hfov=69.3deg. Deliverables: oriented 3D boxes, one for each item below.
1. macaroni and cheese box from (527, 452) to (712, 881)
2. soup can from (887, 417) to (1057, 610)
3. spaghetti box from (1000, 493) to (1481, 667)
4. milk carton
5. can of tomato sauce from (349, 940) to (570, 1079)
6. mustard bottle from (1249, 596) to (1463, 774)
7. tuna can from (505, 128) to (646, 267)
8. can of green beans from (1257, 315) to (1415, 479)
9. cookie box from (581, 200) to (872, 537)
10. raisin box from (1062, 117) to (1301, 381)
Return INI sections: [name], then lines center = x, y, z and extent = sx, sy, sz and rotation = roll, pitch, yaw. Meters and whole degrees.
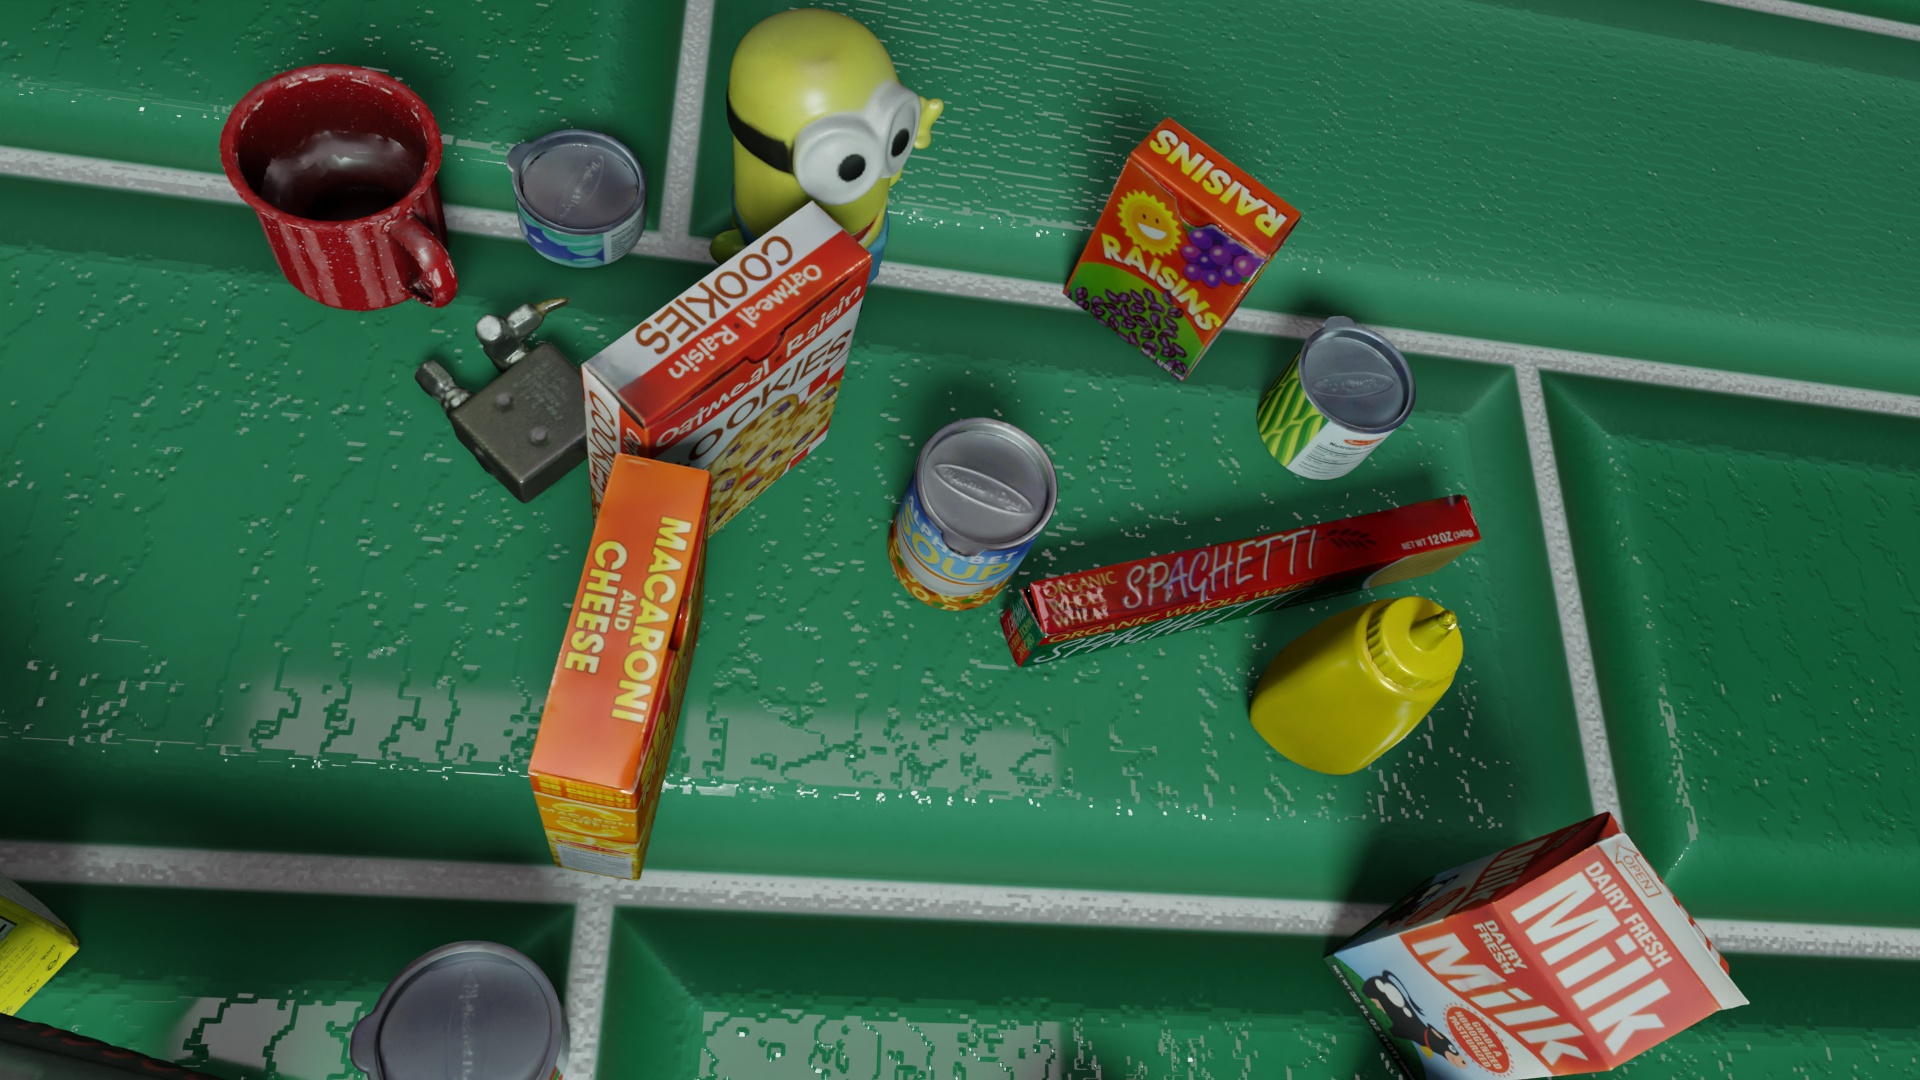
[macaroni and cheese box]
center = -0.131, 0.057, 0.553
extent = 0.040, 0.165, 0.124
rotation = 12, 65, -8
[soup can]
center = 0.002, -0.008, 0.660
extent = 0.071, 0.083, 0.071
rotation = 5, 66, -11
[spaghetti box]
center = 0.143, 0.019, 0.699
extent = 0.251, 0.050, 0.029
rotation = -11, 70, -17
[milk carton]
center = 0.236, 0.171, 0.574
extent = 0.074, 0.189, 0.072
rotation = -28, 75, -22
[can of tomato sauce]
center = -0.186, 0.192, 0.527
extent = 0.071, 0.082, 0.071
rotation = 5, 66, -11
[mustard bottle]
center = 0.186, 0.061, 0.629
extent = 0.065, 0.159, 0.049
rotation = 35, 64, 4
[tuna can]
center = -0.198, -0.177, 0.717
extent = 0.071, 0.032, 0.071
rotation = 5, 65, -11
[can of green beans]
center = 0.202, -0.074, 0.750
extent = 0.071, 0.057, 0.071
rotation = 5, 66, -11
[cookie box]
center = -0.104, -0.058, 0.611
extent = 0.040, 0.166, 0.123
rotation = 43, 65, 8
[raisin box]
center = 0.111, -0.148, 0.726
extent = 0.086, 0.123, 0.040
rotation = 39, 64, 6
